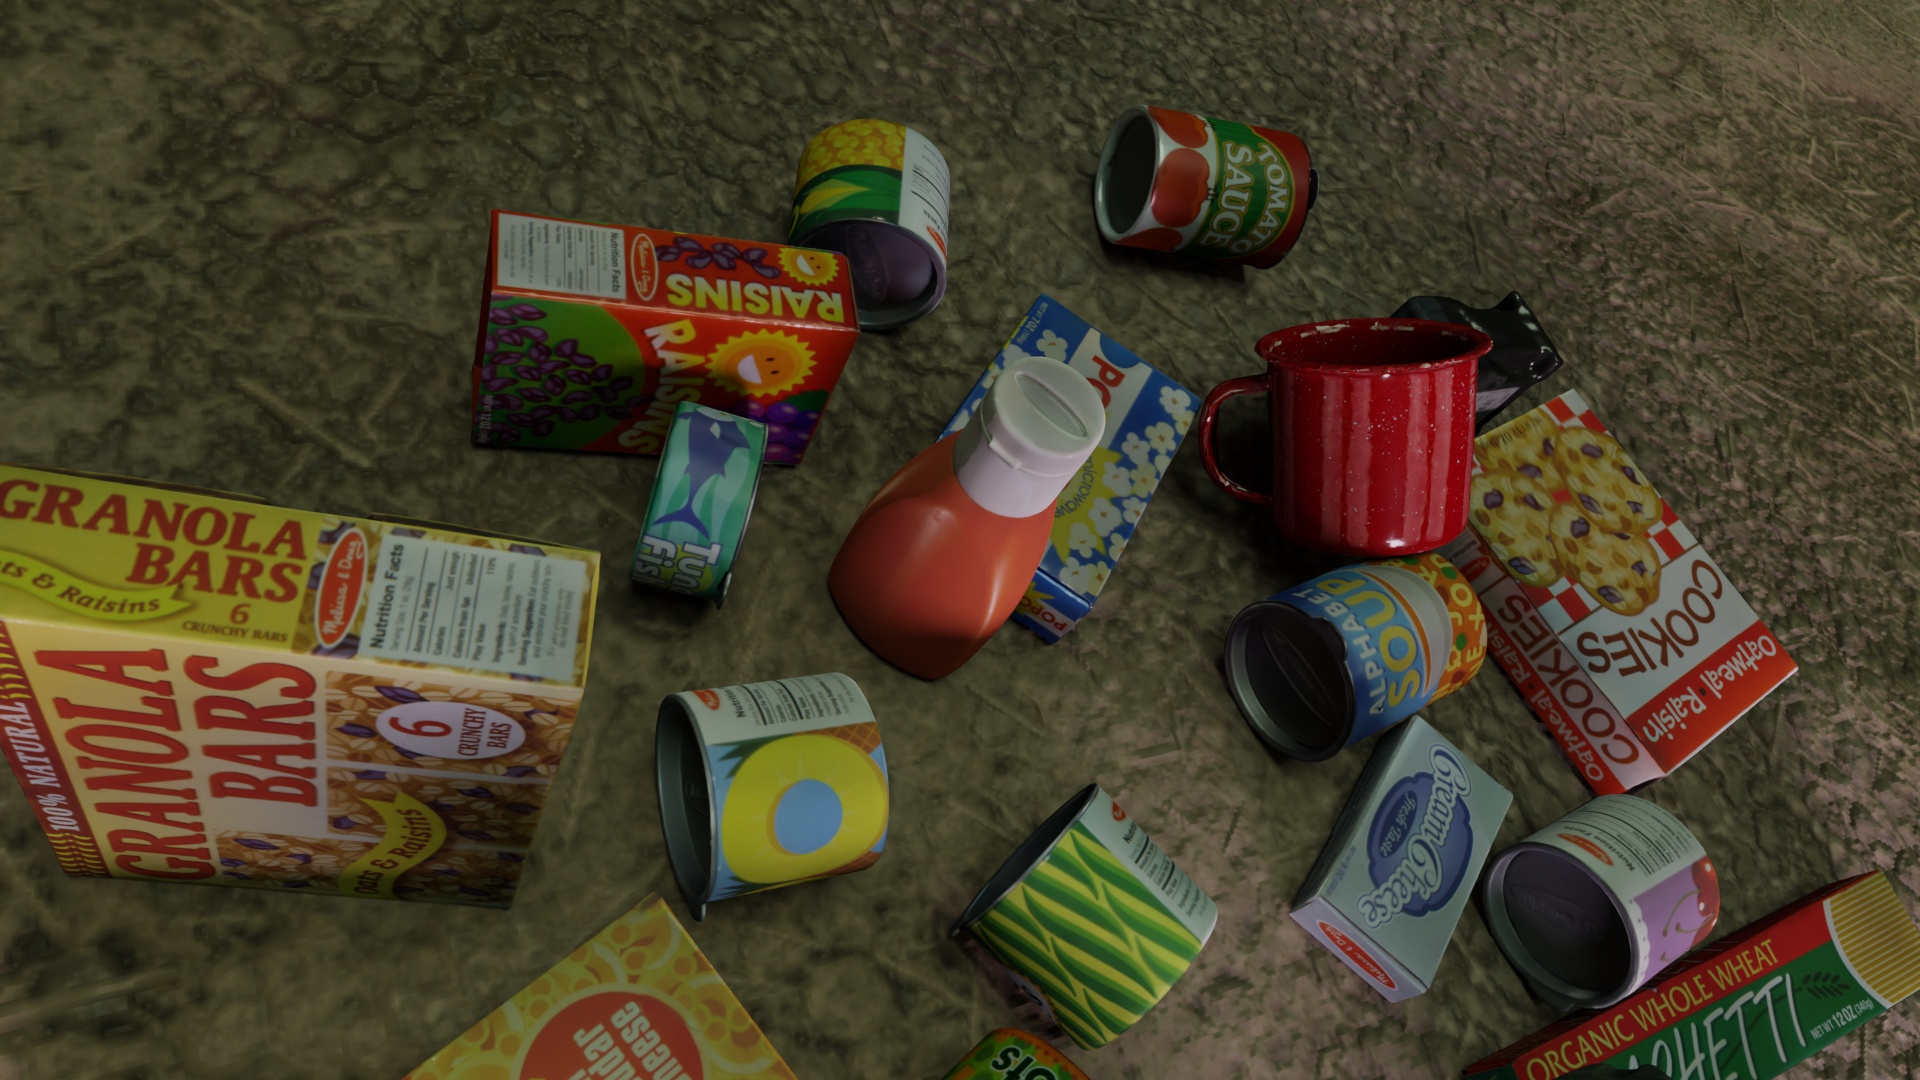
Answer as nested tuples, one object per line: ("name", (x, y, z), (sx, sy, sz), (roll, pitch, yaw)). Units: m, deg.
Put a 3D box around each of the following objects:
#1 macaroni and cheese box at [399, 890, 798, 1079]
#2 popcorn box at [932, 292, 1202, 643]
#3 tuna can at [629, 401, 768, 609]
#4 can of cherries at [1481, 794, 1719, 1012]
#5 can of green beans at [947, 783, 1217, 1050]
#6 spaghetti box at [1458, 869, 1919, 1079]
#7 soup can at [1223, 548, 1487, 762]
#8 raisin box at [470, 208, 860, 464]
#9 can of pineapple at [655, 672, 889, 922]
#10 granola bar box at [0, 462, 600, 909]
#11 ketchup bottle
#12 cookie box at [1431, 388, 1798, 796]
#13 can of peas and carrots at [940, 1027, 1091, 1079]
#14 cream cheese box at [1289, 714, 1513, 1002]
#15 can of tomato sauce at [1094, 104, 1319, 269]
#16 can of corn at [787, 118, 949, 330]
("macaroni and cheese box", (-0.115, 0.196, 0.368), (0.167, 0.040, 0.124), (-33, 79, -35))
("popcorn box", (0.036, -0.032, 0.568), (0.085, 0.038, 0.127), (34, 54, -1))
("tuna can", (-0.092, -0.011, 0.483), (0.033, 0.070, 0.071), (15, 57, -13))
("can of cherries", (0.250, 0.142, 0.546), (0.058, 0.071, 0.071), (-17, 70, -31))
("can of green beans", (0.042, 0.125, 0.462), (0.058, 0.071, 0.071), (45, 54, 5))
("spaghetti box", (0.305, 0.193, 0.559), (0.251, 0.028, 0.050), (-11, 67, -28))
("soup can", (0.161, 0.042, 0.558), (0.084, 0.071, 0.071), (-19, 71, -31))
("raisin box", (-0.107, -0.069, 0.497), (0.123, 0.085, 0.040), (3, 56, -22))
("can of pineapple", (-0.061, 0.080, 0.445), (0.058, 0.070, 0.071), (-5, 64, -26))
("granola bar box", (-0.167, 0.047, 0.355), (0.124, 0.164, 0.039), (10, 56, -18))
("ketchup bottle", (0.002, -0.006, 0.470), (0.065, 0.148, 0.044), (43, 56, 5))
("cookie box", (0.293, 0.021, 0.648), (0.123, 0.040, 0.168), (-23, 72, -32))
("can of peas and carrots", (0.012, 0.187, 0.409), (0.059, 0.070, 0.071), (-33, 78, -35))
("cream cheese box", (0.175, 0.122, 0.547), (0.053, 0.024, 0.104), (41, 54, 2))
("can of tomato sauce", (0.116, -0.168, 0.663), (0.083, 0.071, 0.071), (4, 60, -21))
("can of corn", (-0.040, -0.131, 0.577), (0.071, 0.070, 0.058), (13, 57, -17))
